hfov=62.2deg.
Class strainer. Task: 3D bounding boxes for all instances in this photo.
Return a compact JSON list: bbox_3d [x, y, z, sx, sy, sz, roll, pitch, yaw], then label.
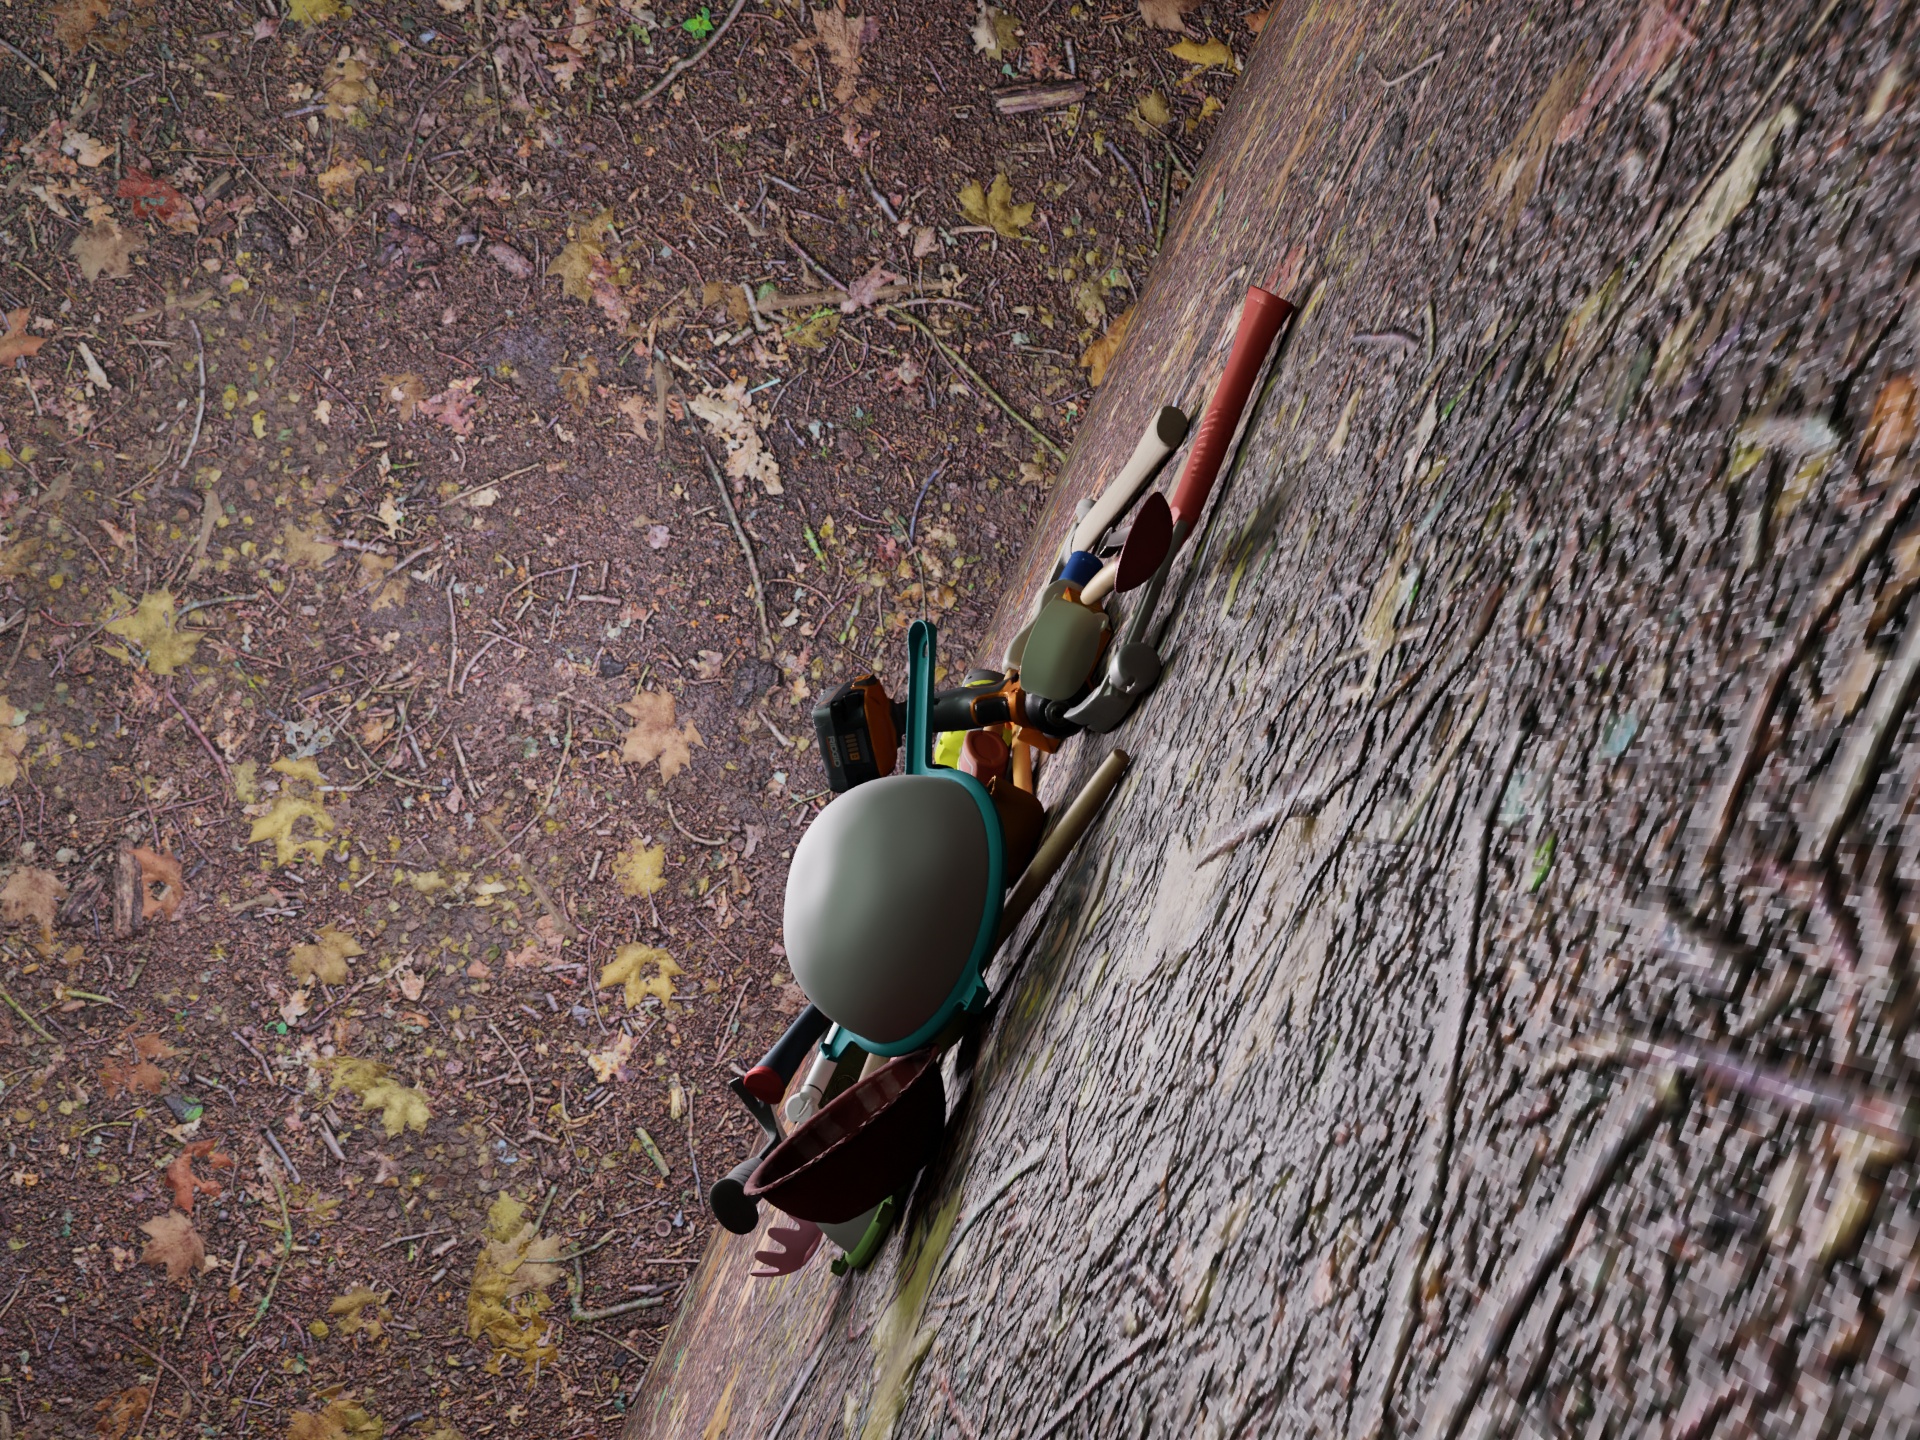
[{"bbox_3d":[-0.063,0.067,1.149,0.211,0.095,0.341,-30,49,47],"label":"strainer"},{"bbox_3d":[-0.097,0.256,1.463,0.087,0.050,0.259,-32,23,43],"label":"strainer"},{"bbox_3d":[-0.061,0.284,1.217,0.151,0.069,0.257,119,173,-52],"label":"strainer"}]

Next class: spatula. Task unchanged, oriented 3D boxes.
[{"bbox_3d":[0.067,0.021,1.547,0.323,0.041,0.081,-87,21,-70],"label":"spatula"}]

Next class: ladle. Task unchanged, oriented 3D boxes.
[{"bbox_3d":[0.027,0.129,1.110,0.062,0.078,0.320,57,130,34],"label":"ladle"},{"bbox_3d":[0.111,-0.106,1.133,0.069,0.031,0.315,-64,2,-4],"label":"ladle"}]

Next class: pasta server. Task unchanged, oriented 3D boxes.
[{"bbox_3d":[-0.084,0.296,1.272,0.060,0.040,0.316,84,-152,-72],"label":"pasta server"}]

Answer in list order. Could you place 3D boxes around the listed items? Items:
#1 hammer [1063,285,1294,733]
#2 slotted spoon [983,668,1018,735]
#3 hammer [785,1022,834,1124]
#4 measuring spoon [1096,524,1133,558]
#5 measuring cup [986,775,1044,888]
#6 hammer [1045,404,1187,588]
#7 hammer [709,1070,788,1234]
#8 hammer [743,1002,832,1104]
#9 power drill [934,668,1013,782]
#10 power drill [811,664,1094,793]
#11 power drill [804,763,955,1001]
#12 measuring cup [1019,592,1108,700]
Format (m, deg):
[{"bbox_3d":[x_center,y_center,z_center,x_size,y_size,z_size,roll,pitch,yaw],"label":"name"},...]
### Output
[{"bbox_3d":[0.167,-0.162,1.169,0.149,0.036,0.359,126,168,-73],"label":"hammer"},{"bbox_3d":[0.004,0.082,1.593,0.031,0.070,0.313,53,132,45],"label":"slotted spoon"},{"bbox_3d":[-0.128,0.249,1.679,0.146,0.035,0.335,20,-105,-74],"label":"hammer"},{"bbox_3d":[0.162,-0.179,1.587,0.034,0.018,0.124,-65,10,-3],"label":"measuring spoon"},{"bbox_3d":[0.023,0.122,1.256,0.174,0.052,0.095,-71,7,-45],"label":"measuring cup"},{"bbox_3d":[0.163,-0.229,1.708,0.410,0.038,0.146,129,164,-76],"label":"hammer"},{"bbox_3d":[-0.173,0.381,1.362,0.036,0.149,0.409,-28,-8,-5],"label":"hammer"},{"bbox_3d":[-0.117,0.251,1.574,0.386,0.038,0.143,-44,-41,-65],"label":"hammer"},{"bbox_3d":[0.009,0.058,1.735,0.223,0.080,0.171,-76,11,-57],"label":"power drill"},{"bbox_3d":[-0.002,-0.004,1.304,0.164,0.226,0.084,-88,-14,-79],"label":"power drill"},{"bbox_3d":[-0.064,0.165,1.344,0.188,0.080,0.226,-62,-4,-50],"label":"power drill"},{"bbox_3d":[0.097,-0.060,1.239,0.167,0.038,0.083,-24,-47,-61],"label":"measuring cup"}]
